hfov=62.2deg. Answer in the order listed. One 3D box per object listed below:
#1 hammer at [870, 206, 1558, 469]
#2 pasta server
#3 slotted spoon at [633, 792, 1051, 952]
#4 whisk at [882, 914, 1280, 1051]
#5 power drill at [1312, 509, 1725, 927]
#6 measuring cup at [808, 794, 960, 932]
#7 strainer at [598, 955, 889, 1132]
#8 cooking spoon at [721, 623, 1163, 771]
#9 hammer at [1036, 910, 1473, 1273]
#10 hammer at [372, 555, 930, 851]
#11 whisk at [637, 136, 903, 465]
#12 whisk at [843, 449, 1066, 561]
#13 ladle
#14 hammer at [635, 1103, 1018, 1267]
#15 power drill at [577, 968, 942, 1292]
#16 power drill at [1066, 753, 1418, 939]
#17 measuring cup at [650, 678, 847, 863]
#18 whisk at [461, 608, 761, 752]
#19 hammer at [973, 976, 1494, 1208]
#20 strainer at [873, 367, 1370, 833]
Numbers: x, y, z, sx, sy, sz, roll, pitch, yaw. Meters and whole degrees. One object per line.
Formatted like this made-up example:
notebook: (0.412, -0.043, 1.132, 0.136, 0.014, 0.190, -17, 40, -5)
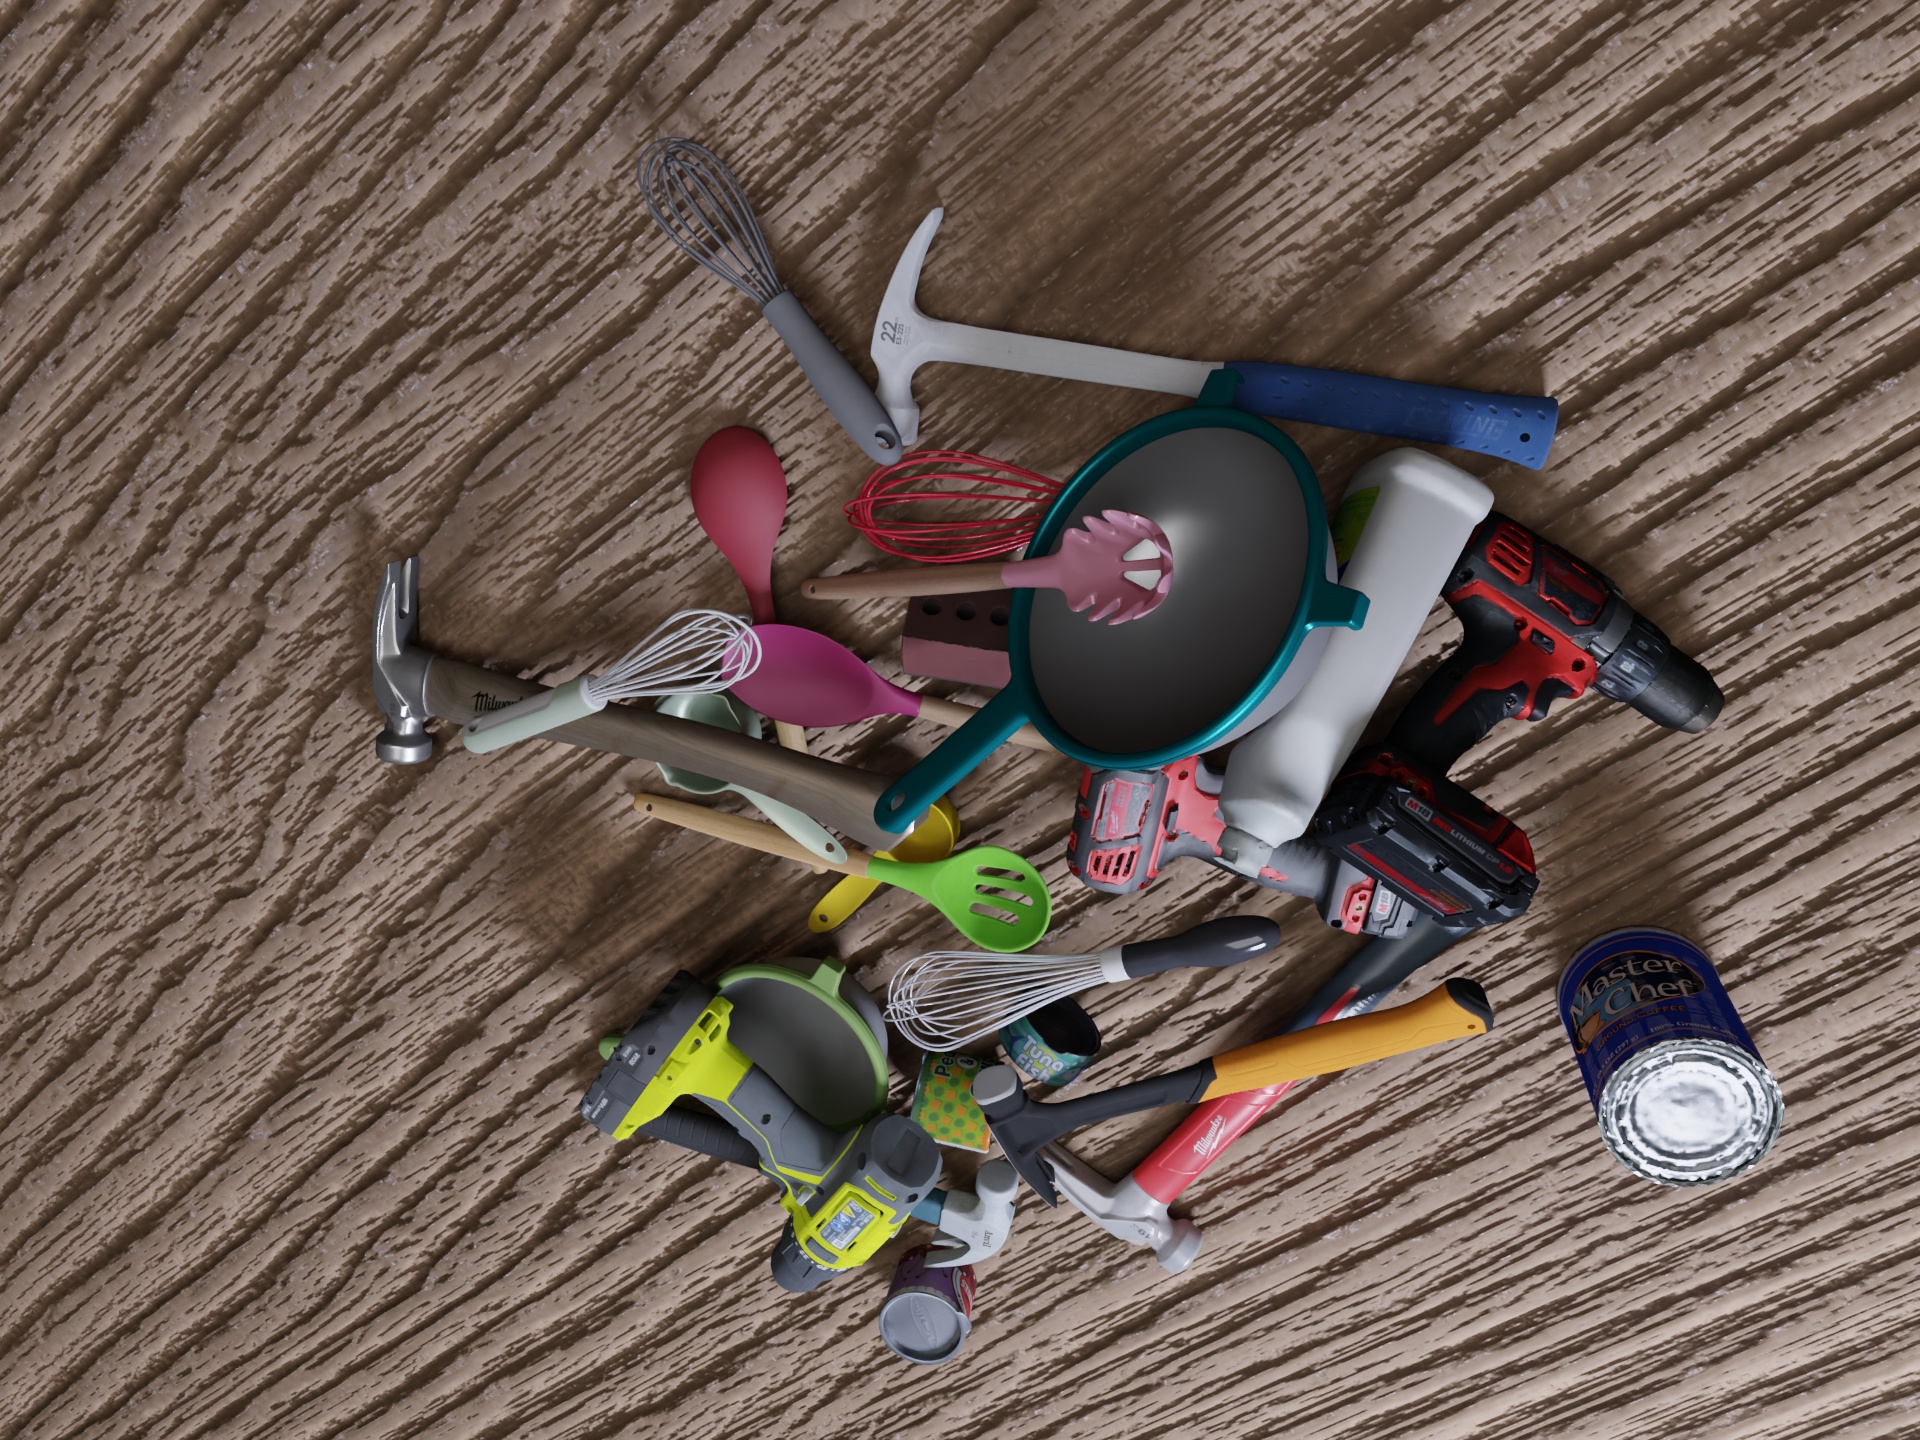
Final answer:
hammer: (0.146, -0.209, 0.949, 0.405, 0.035, 0.144, 10, 112, 7)
pasta server: (0.004, -0.084, 0.936, 0.316, 0.040, 0.060, 1, 97, 46)
slotted spoon: (-0.084, 0.091, 1.084, 0.314, 0.031, 0.070, 13, 102, 17)
whisk: (0.074, 0.165, 1.045, 0.284, 0.070, 0.070, -16, 107, 24)
power drill: (0.330, 0.010, 0.928, 0.188, 0.080, 0.227, 34, 74, -3)
measuring cup: (-0.057, 0.100, 1.113, 0.062, 0.029, 0.156, 43, 123, -4)
strainer: (-0.152, 0.226, 1.160, 0.256, 0.069, 0.151, -6, 114, 31)
cooking spoon: (-0.002, -0.003, 1.049, 0.319, 0.017, 0.068, 14, 113, 0)
hammer: (0.213, 0.221, 1.095, 0.143, 0.038, 0.386, 38, 112, -3)
hammer: (-0.214, 0.000, 1.056, 0.411, 0.038, 0.146, 14, 110, 16)
whisk: (-0.112, -0.250, 0.960, 0.055, 0.055, 0.239, -37, 92, 20)
whisk: (0.074, -0.132, 0.982, 0.296, 0.073, 0.073, 1, 110, 5)
ladle: (-0.125, -0.039, 1.069, 0.069, 0.031, 0.315, -3, 111, 20)
hammer: (-0.121, 0.328, 1.184, 0.331, 0.033, 0.128, 14, 134, 10)
power drill: (-0.145, 0.297, 1.107, 0.228, 0.080, 0.190, 37, 127, 0)
power drill: (0.185, 0.053, 1.008, 0.219, 0.079, 0.143, 11, 112, 2)
measuring cup: (-0.137, 0.037, 1.080, 0.167, 0.038, 0.083, 39, 117, 3)
whisk: (-0.228, -0.021, 1.012, 0.246, 0.058, 0.059, -18, 128, 27)
hammer: (0.185, 0.239, 1.057, 0.337, 0.034, 0.127, -19, 126, 13)
strainer: (0.091, -0.025, 0.925, 0.095, 0.211, 0.340, 22, 127, -42)
